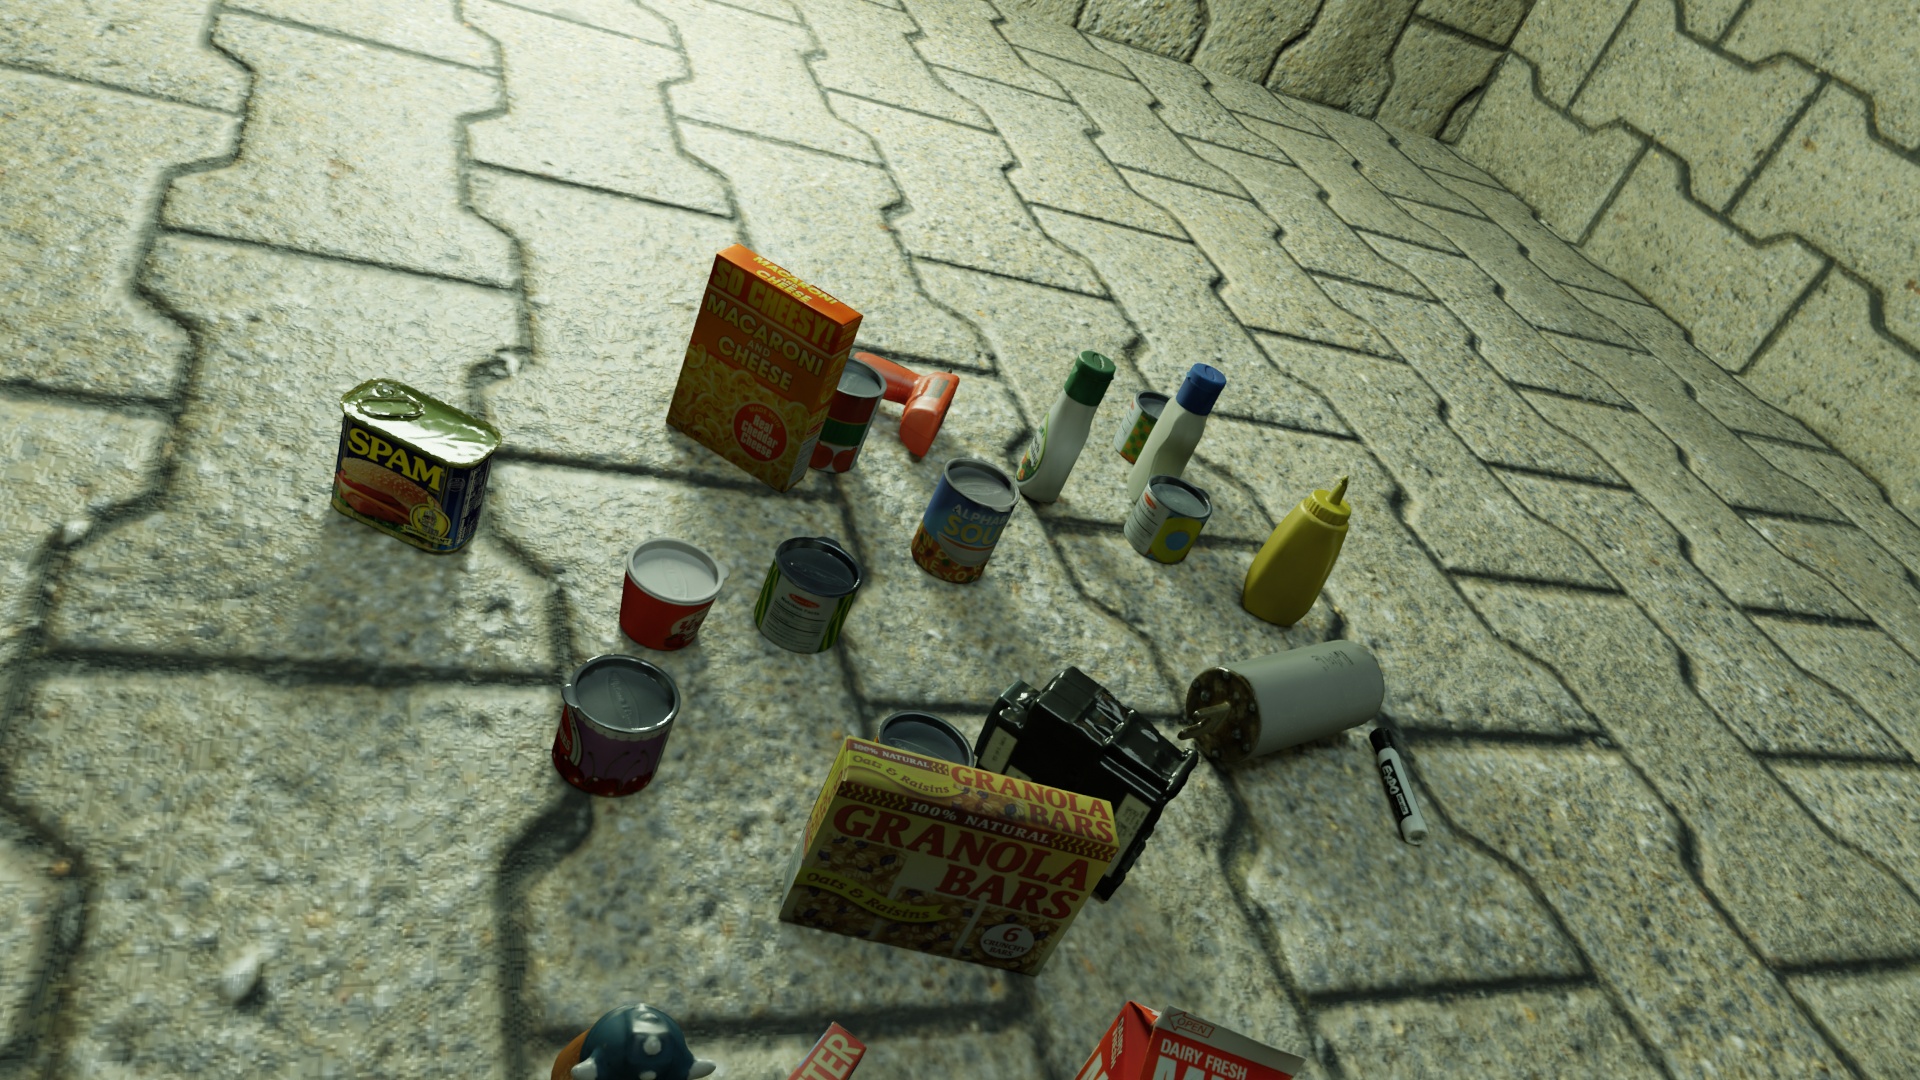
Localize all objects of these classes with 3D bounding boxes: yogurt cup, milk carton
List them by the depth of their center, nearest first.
[{"bbox_3d":[0.090,0.291,0.667,0.072,0.189,0.074,22,32,-5],"label":"milk carton"},{"bbox_3d":[-0.203,0.039,0.960,0.072,0.053,0.073,17,33,-12],"label":"yogurt cup"}]

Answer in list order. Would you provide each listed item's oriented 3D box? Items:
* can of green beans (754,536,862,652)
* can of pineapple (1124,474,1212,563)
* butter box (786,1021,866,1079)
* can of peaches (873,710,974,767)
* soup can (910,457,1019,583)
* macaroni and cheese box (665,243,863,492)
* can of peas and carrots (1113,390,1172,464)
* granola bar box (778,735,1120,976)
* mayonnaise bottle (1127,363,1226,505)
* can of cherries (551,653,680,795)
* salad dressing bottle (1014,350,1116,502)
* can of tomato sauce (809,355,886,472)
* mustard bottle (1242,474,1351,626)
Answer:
[{"bbox_3d":[-0.112,0.040,1.016,0.071,0.057,0.071,17,33,-12],"label":"can of green beans"},{"bbox_3d":[0.196,-0.020,1.305,0.071,0.057,0.071,17,33,-12],"label":"can of pineapple"},{"bbox_3d":[-0.087,0.290,0.680,0.024,0.052,0.104,33,33,12],"label":"butter box"},{"bbox_3d":[-0.033,0.155,0.903,0.071,0.057,0.071,17,33,-12],"label":"can of peaches"},{"bbox_3d":[0.004,-0.014,1.146,0.071,0.083,0.072,17,33,-12],"label":"soup can"},{"bbox_3d":[-0.163,-0.140,1.139,0.124,0.165,0.040,31,33,9],"label":"macaroni and cheese box"},{"bbox_3d":[0.202,-0.113,1.441,0.071,0.058,0.071,17,33,-12],"label":"can of peas and carrots"},{"bbox_3d":[-0.009,0.187,0.813,0.166,0.123,0.039,16,33,-13],"label":"granola bar box"},{"bbox_3d":[0.209,-0.101,1.346,0.041,0.147,0.065,18,33,-11],"label":"mayonnaise bottle"},{"bbox_3d":[-0.212,0.112,0.845,0.071,0.058,0.072,17,33,-12],"label":"can of cherries"},{"bbox_3d":[0.097,-0.104,1.277,0.044,0.147,0.064,18,33,-11],"label":"salad dressing bottle"},{"bbox_3d":[-0.111,-0.111,1.208,0.071,0.082,0.071,17,33,-12],"label":"can of tomato sauce"},{"bbox_3d":[0.313,0.004,1.254,0.065,0.159,0.049,24,32,-2],"label":"mustard bottle"}]
